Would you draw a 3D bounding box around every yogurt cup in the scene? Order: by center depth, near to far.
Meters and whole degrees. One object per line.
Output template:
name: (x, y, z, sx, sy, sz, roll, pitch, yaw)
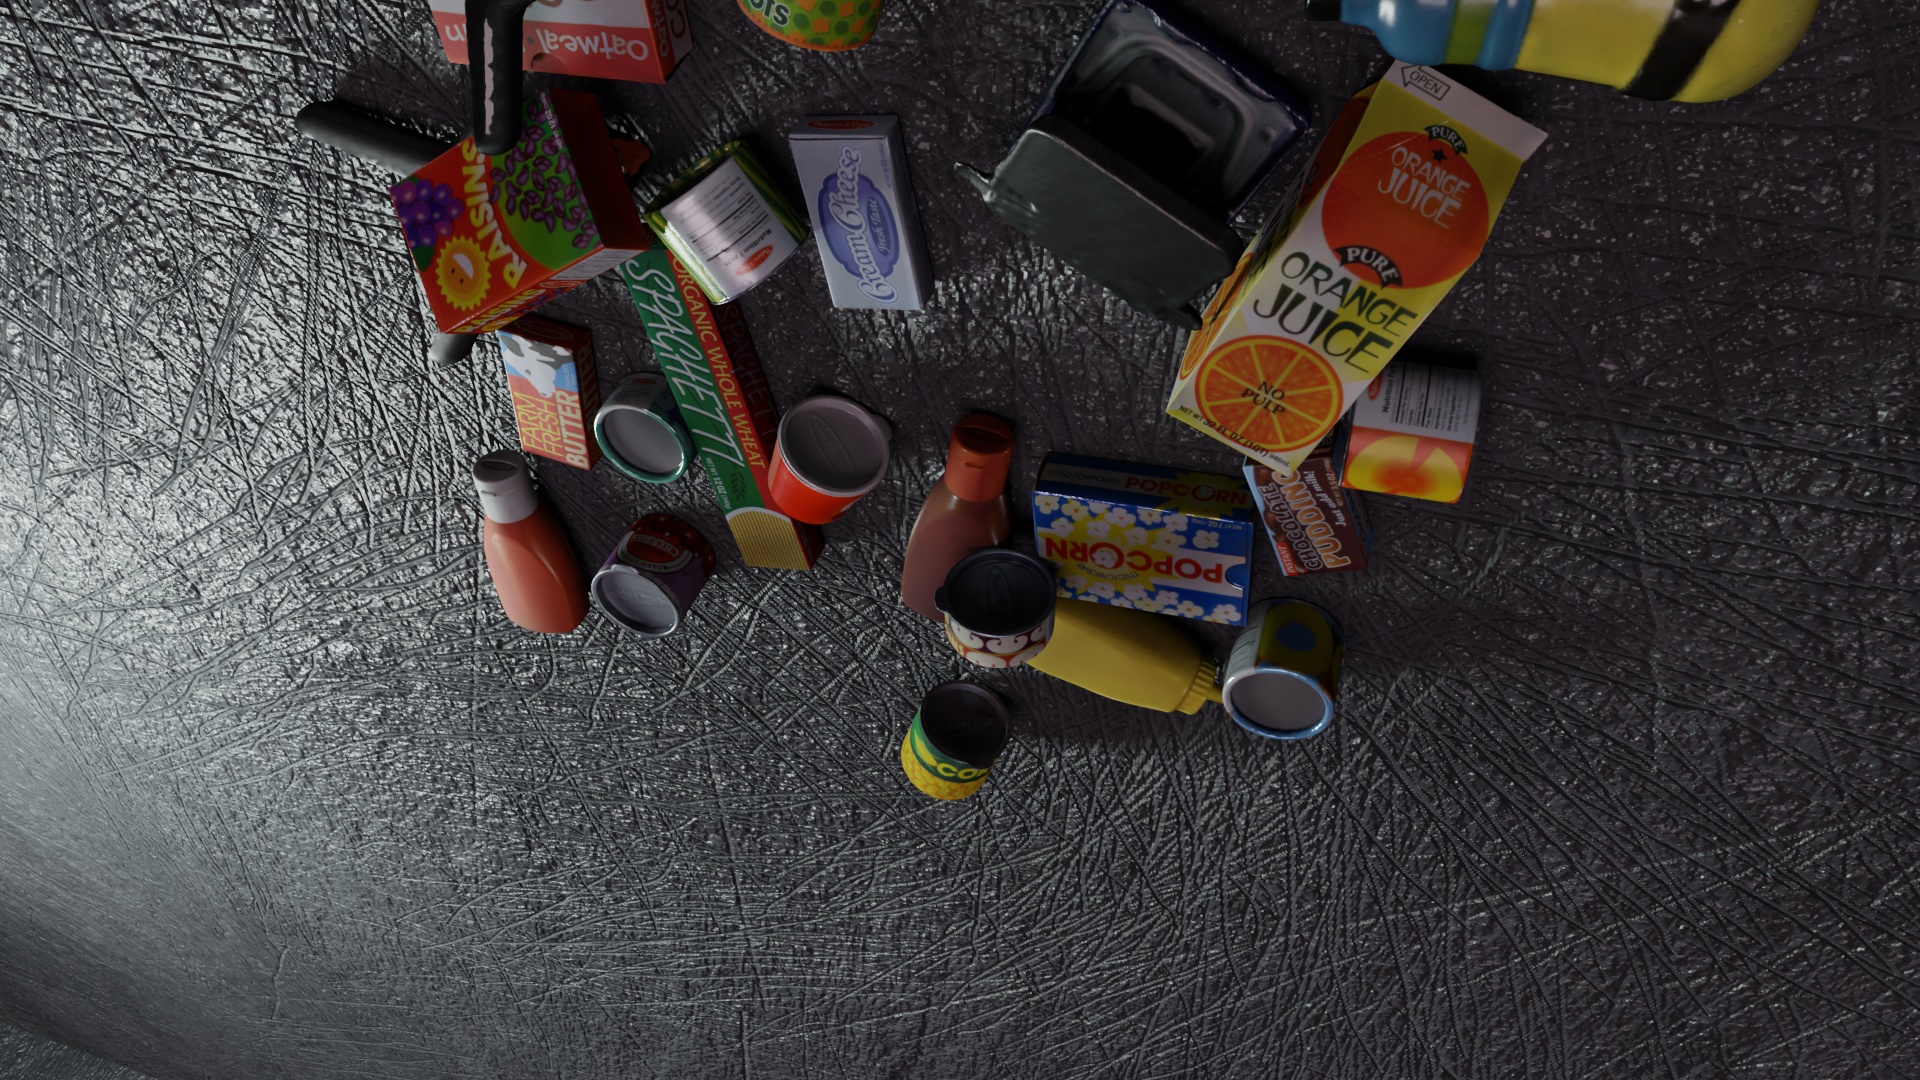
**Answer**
yogurt cup: (-0.082, -0.045, 0.829, 0.072, 0.073, 0.053, 30, 145, -7)

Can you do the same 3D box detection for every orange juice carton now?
orange juice carton: (0.173, -0.125, 0.627, 0.072, 0.073, 0.191, 27, 137, -4)

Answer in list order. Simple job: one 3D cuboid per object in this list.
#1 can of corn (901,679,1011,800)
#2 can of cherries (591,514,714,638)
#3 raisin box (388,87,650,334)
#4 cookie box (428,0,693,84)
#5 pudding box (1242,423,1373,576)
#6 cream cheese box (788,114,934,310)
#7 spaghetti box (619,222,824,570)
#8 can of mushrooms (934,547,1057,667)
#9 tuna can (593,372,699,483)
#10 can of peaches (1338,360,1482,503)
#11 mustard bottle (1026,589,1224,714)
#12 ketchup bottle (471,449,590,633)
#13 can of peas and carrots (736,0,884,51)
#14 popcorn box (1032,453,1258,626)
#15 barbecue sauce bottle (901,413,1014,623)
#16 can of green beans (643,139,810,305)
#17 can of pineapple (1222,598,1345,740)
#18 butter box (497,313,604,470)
can of corn: (-0.003, 0.143, 0.977, 0.071, 0.071, 0.058, 24, 139, 0)
can of cherries: (-0.211, 0.023, 0.957, 0.071, 0.059, 0.071, 13, 137, 13)
raisin box: (-0.230, -0.168, 0.720, 0.123, 0.040, 0.086, -19, 92, 28)
cookie box: (-0.201, -0.301, 0.641, 0.123, 0.040, 0.166, 10, 136, 15)
pudding box: (0.190, -0.021, 0.756, 0.049, 0.030, 0.083, -6, 130, 30)
cream cheese box: (-0.049, -0.168, 0.719, 0.053, 0.024, 0.103, 5, 135, 20)
spaghetti box: (-0.141, -0.080, 0.845, 0.050, 0.029, 0.248, 3, 134, 20)
can of mushrooms: (0.021, 0.039, 0.811, 0.071, 0.071, 0.033, 12, 141, 12)
tuna can: (-0.194, -0.068, 0.877, 0.071, 0.033, 0.070, 13, 136, 13)
can of peaches: (0.221, -0.053, 0.684, 0.058, 0.071, 0.071, 9, 136, 14)
mustard bottle: (0.108, 0.072, 0.873, 0.160, 0.049, 0.065, 25, 138, -2)
ketchup bottle: (-0.311, 0.002, 0.992, 0.065, 0.044, 0.148, 10, 136, 13)
can of peas and carrots: (-0.063, -0.256, 0.603, 0.071, 0.071, 0.058, 25, 138, -2)
popcorn box: (0.107, -0.001, 0.807, 0.127, 0.038, 0.084, 9, 134, 16)
barbecue sauce bottle: (0.003, -0.011, 0.840, 0.065, 0.044, 0.147, 16, 137, 4)
can of green beans: (-0.122, -0.166, 0.722, 0.071, 0.071, 0.057, -17, 123, 36)
can of pineapple: (0.196, 0.078, 0.832, 0.071, 0.058, 0.070, 12, 136, 12)
butter box: (-0.259, -0.095, 0.886, 0.053, 0.024, 0.103, 16, 137, 10)
